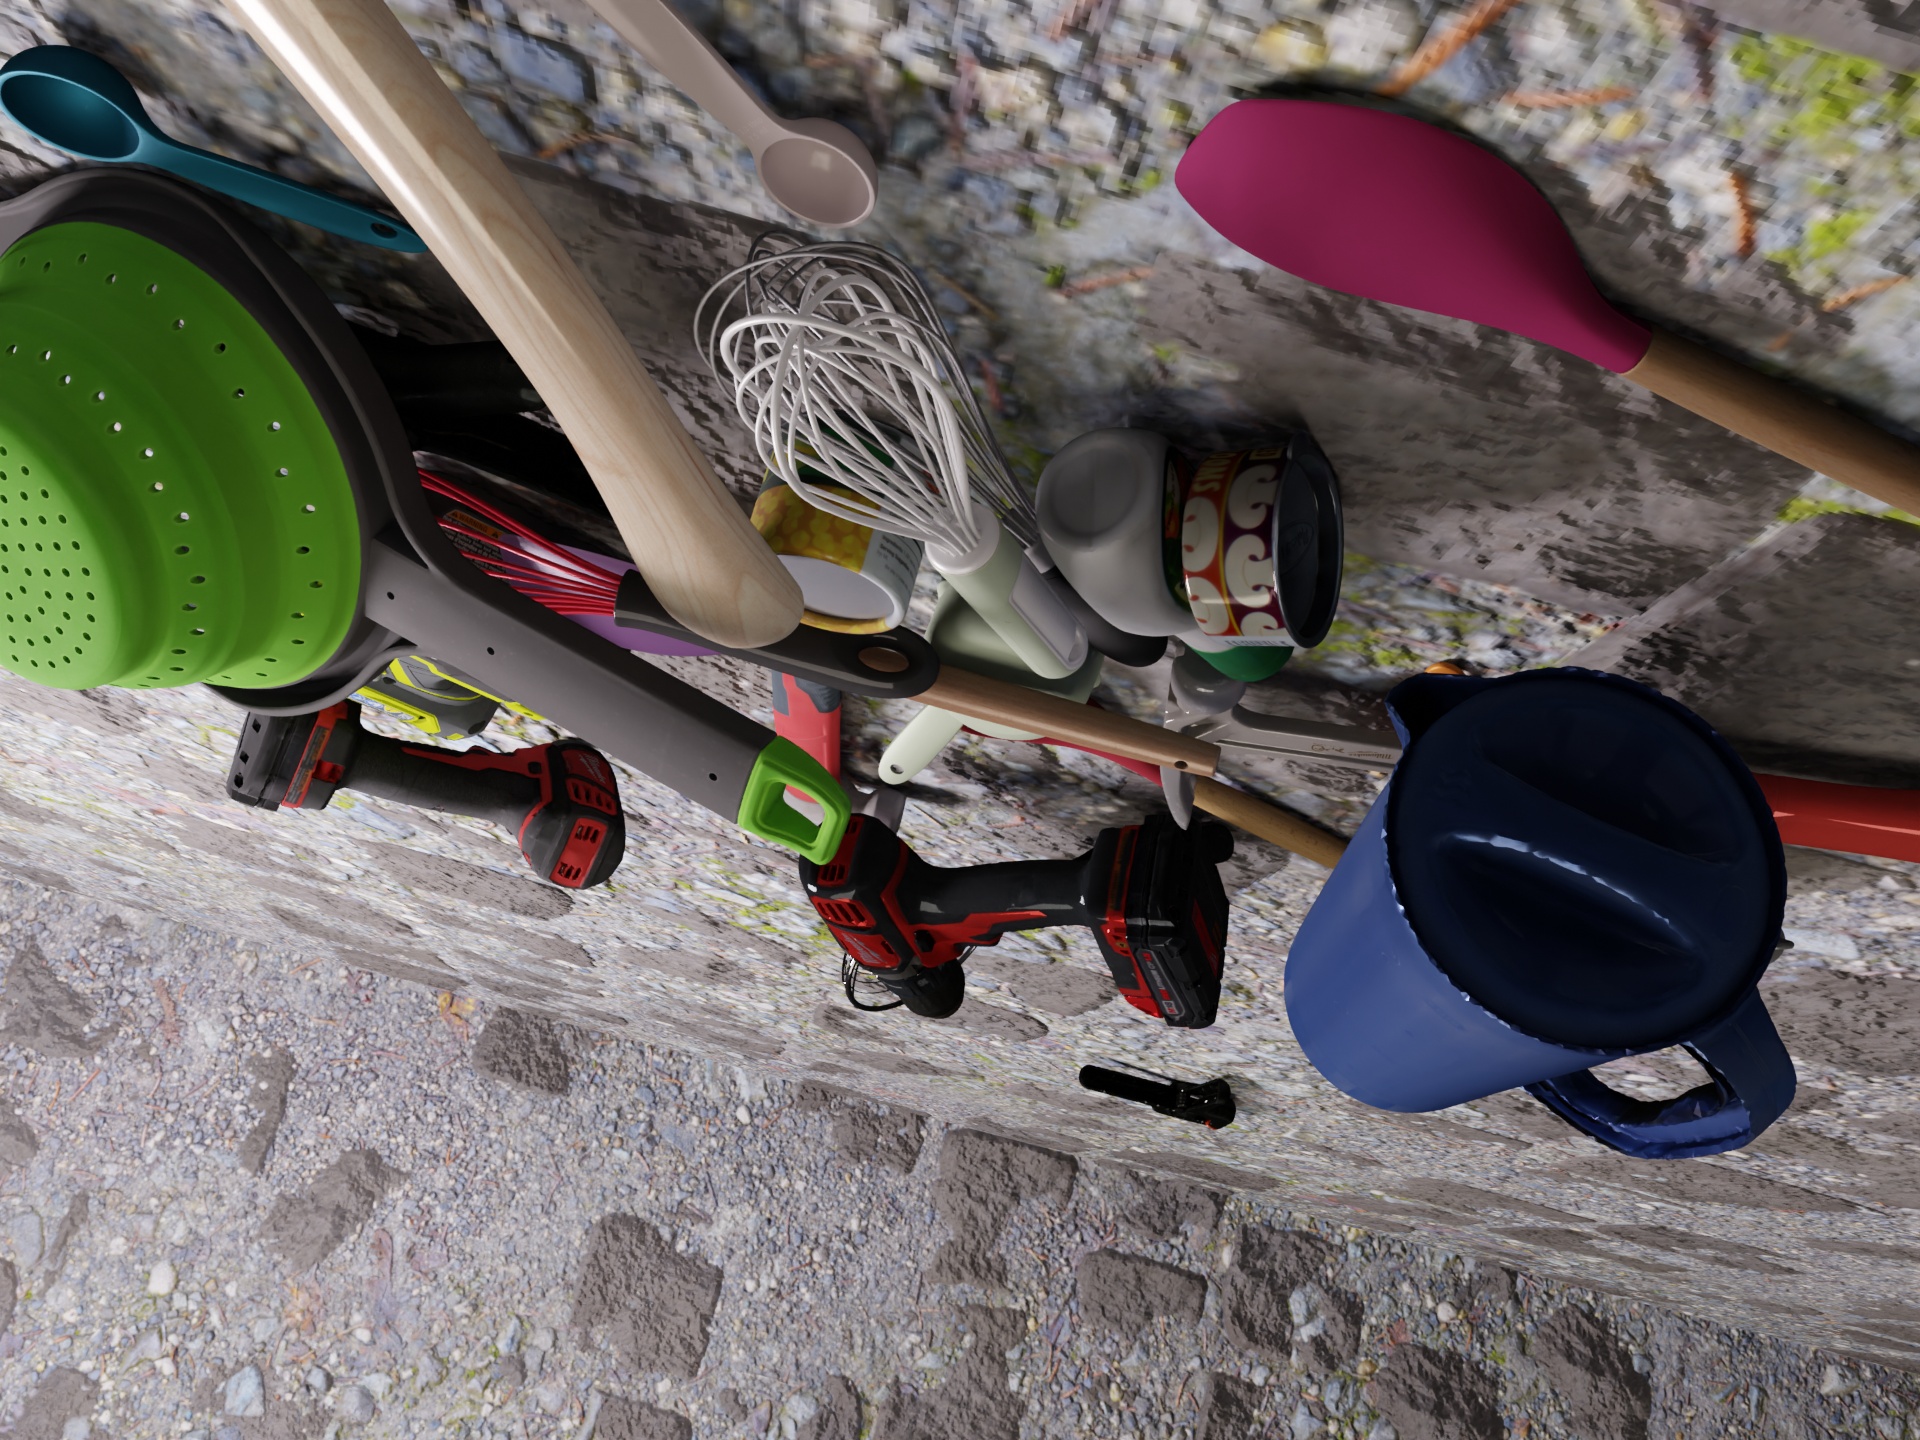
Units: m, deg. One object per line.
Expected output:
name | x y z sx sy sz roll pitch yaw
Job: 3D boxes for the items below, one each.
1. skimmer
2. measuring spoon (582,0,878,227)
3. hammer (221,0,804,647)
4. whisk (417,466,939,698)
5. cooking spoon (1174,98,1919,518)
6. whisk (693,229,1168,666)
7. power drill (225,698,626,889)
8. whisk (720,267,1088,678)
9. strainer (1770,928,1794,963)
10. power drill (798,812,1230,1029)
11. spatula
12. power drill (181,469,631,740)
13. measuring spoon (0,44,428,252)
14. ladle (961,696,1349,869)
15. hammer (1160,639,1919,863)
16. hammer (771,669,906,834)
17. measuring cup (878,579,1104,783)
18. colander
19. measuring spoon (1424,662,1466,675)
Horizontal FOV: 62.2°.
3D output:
skimmer | 0.047 0.132 1.030 0.127 0.090 0.363 -12 176 -38
measuring spoon | -0.067 -0.175 0.410 0.124 0.018 0.034 37 151 -33
hammer | -0.132 -0.148 0.403 0.146 0.038 0.410 3 148 27
whisk | -0.152 -0.052 0.631 0.296 0.073 0.073 13 160 1
cooking spoon | 0.204 -0.091 0.433 0.318 0.017 0.068 20 160 -13
whisk | 0.008 -0.078 0.558 0.070 0.070 0.284 1 160 32
power drill | -0.311 0.023 0.956 0.219 0.078 0.143 21 -164 -25
whisk | -0.001 -0.059 0.481 0.059 0.058 0.246 9 167 22
strainer | 0.309 0.080 0.698 0.087 0.050 0.258 4 180 6
power drill | 0.035 0.123 0.915 0.227 0.080 0.187 -1 144 21
spatula | -0.047 -0.023 0.661 0.316 0.018 0.059 15 143 11
power drill | -0.282 -0.054 0.780 0.190 0.080 0.228 29 158 -36
measuring spoon | -0.231 -0.181 0.504 0.128 0.021 0.042 15 161 -30
ladle | 0.130 0.039 0.820 0.315 0.031 0.069 24 156 -30
hammer | 0.264 0.030 0.668 0.359 0.037 0.149 8 155 11
hammer | -0.093 -0.015 0.810 0.143 0.038 0.386 16 160 1
measuring cup | -0.001 -0.002 0.705 0.083 0.038 0.167 32 138 -11
colander | -0.225 -0.039 0.538 0.397 0.094 0.204 28 127 9
measuring spoon | 0.212 0.004 0.690 0.021 0.011 0.116 6 158 21
